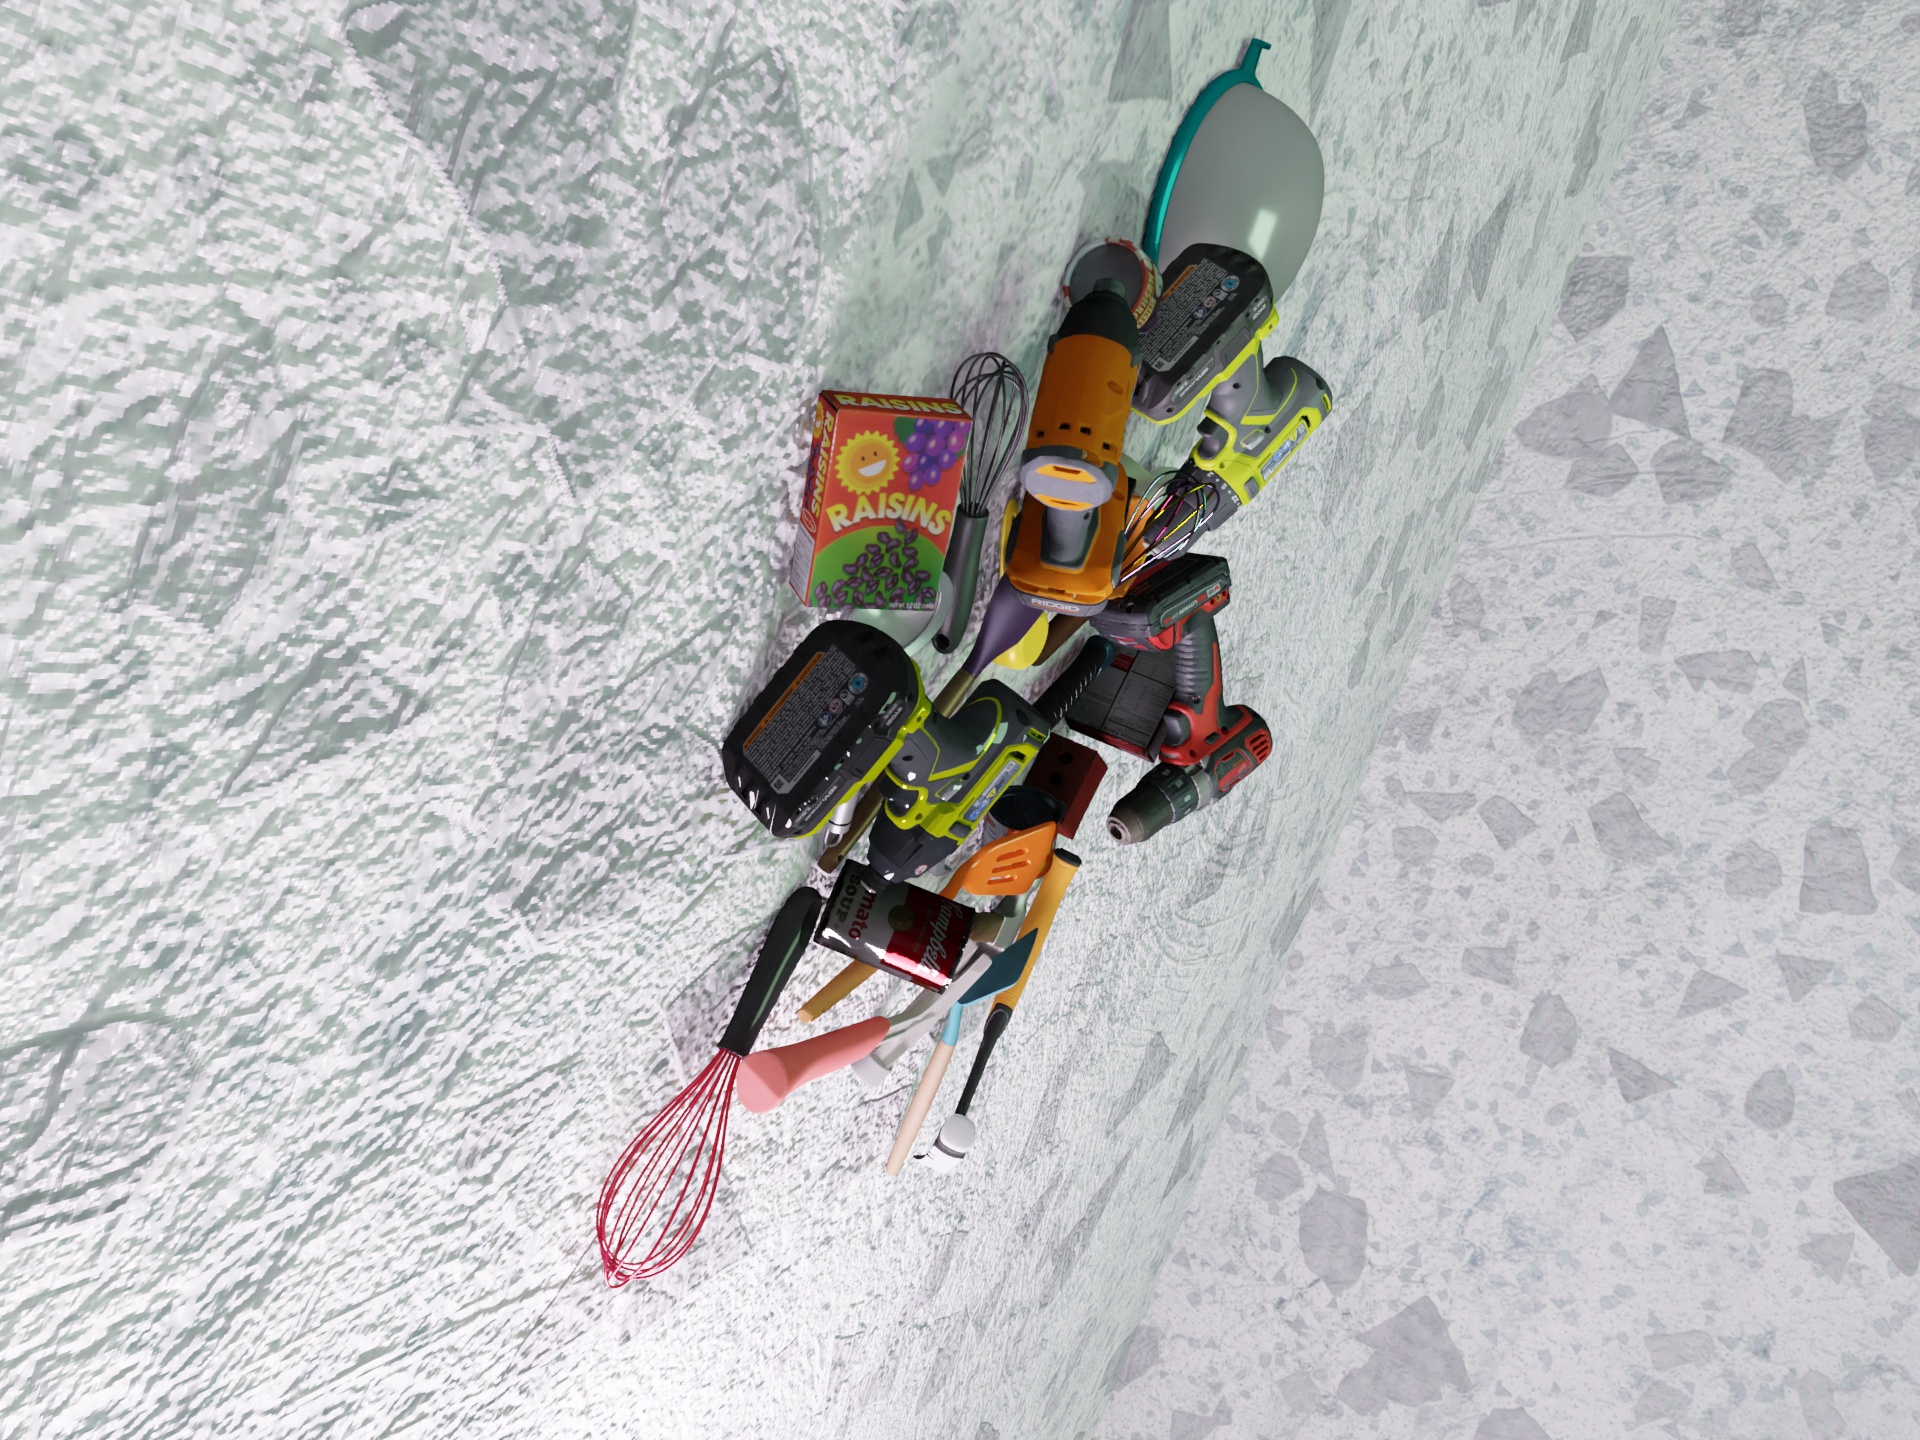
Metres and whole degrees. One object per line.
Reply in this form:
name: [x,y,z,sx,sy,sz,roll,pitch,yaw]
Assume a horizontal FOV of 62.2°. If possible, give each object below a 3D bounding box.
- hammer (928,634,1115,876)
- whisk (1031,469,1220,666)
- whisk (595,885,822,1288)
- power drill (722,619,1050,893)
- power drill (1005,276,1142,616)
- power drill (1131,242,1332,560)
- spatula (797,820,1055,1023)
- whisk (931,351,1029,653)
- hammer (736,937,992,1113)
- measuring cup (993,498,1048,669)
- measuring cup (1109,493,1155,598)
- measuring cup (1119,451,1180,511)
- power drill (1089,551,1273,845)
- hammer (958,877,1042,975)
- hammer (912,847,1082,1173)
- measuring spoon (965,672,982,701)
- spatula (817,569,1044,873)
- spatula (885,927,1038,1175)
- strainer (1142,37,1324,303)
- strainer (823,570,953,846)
hammer: [0.051,0.017,1.328,0.331,0.033,0.128,-47,168,-46]
whisk: [0.116,-0.113,1.241,0.245,0.051,0.047,-45,-172,45]
whisk: [-0.165,0.244,1.083,0.296,0.073,0.073,-64,158,-21]
power drill: [-0.047,0.032,1.038,0.171,0.080,0.223,-50,150,6]
power drill: [0.084,-0.186,1.101,0.226,0.084,0.164,88,14,-68]
power drill: [0.189,-0.236,1.223,0.190,0.080,0.228,-48,149,-1]
spatula: [-0.023,0.160,1.249,0.322,0.041,0.081,-33,149,-53]
whisk: [0.005,-0.144,1.093,0.055,0.055,0.238,-40,150,-46]
hammer: [-0.074,0.233,1.181,0.149,0.037,0.359,-48,166,6]
measuring cup: [0.048,-0.104,1.236,0.062,0.029,0.156,-47,150,-37]
measuring cup: [0.139,-0.172,1.334,0.174,0.052,0.095,-45,146,-39]
measuring cup: [0.157,-0.203,1.387,0.167,0.038,0.083,27,92,-50]
power drill: [0.180,-0.016,1.391,0.188,0.080,0.226,-33,119,-29]
hammer: [-0.015,0.180,1.374,0.130,0.031,0.331,-67,157,2]
hammer: [0.043,0.269,1.518,0.337,0.034,0.127,-64,180,-30]
measuring spoon: [-0.002,-0.004,1.252,0.034,0.018,0.124,2,103,-76]
spatula: [-0.011,-0.016,1.187,0.316,0.018,0.059,-54,136,-16]
spatula: [-0.009,0.313,1.445,0.082,0.044,0.317,-61,174,-58]
strainer: [0.201,-0.350,1.249,0.340,0.095,0.210,-58,156,-21]
strainer: [-0.063,-0.016,1.070,0.087,0.050,0.258,-12,131,-39]
